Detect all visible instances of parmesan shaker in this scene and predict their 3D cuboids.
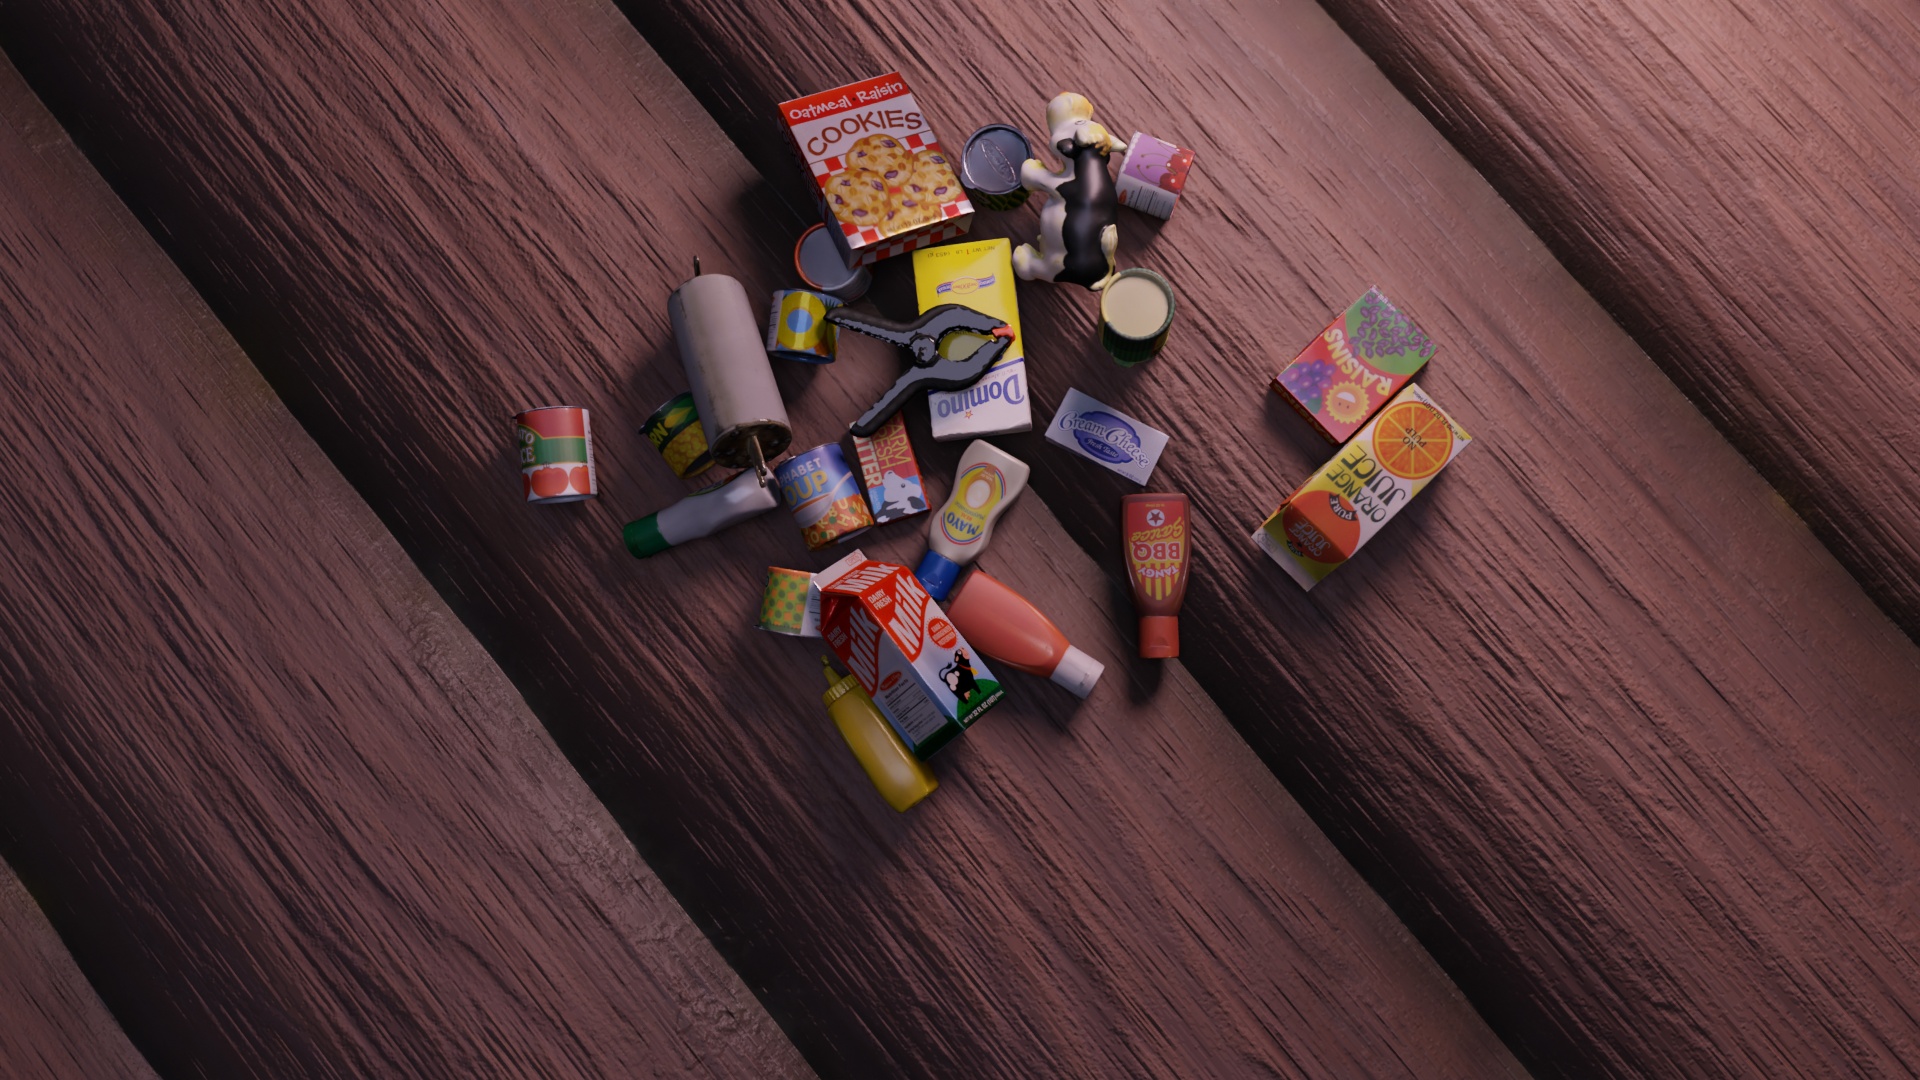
[{"bbox_3d":[0.156,-0.197,1.243,0.071,0.103,0.071,0,88,5],"label":"parmesan shaker"}]

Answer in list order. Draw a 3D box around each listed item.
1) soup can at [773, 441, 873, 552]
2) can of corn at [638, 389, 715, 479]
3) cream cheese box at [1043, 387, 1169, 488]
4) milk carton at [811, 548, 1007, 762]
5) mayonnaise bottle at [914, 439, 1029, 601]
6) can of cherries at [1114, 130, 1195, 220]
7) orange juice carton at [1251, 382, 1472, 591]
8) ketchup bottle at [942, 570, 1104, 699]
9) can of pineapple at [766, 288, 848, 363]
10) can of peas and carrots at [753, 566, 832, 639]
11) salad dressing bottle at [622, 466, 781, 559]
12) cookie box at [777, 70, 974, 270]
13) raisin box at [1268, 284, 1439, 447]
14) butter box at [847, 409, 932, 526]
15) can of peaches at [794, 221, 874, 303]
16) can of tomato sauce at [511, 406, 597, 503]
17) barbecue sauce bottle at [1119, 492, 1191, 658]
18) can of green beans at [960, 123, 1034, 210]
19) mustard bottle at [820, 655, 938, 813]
[{"bbox_3d":[-0.127,-0.039,1.275,0.071,0.071,0.084,-24,86,4],"label":"soup can"},{"bbox_3d":[-0.253,-0.097,1.291,0.071,0.071,0.058,-38,85,2],"label":"can of corn"},{"bbox_3d":[0.134,-0.095,1.279,0.104,0.024,0.053,27,88,6],"label":"cream cheese box"},{"bbox_3d":[-0.054,0.095,1.248,0.190,0.073,0.073,51,131,5],"label":"milk carton"},{"bbox_3d":[0.005,-0.016,1.277,0.065,0.041,0.148,29,89,6],"label":"mayonnaise bottle"},{"bbox_3d":[0.177,-0.335,1.267,0.058,0.071,0.071,21,89,6],"label":"can of cherries"},{"bbox_3d":[0.352,-0.045,1.233,0.192,0.073,0.072,-44,85,2],"label":"orange juice carton"},{"bbox_3d":[0.059,0.090,1.265,0.149,0.043,0.064,32,91,6],"label":"ketchup bottle"},{"bbox_3d":[-0.143,-0.198,1.288,0.071,0.071,0.058,7,88,5],"label":"can of pineapple"},{"bbox_3d":[-0.151,0.057,1.275,0.071,0.071,0.058,9,87,5],"label":"can of peas and carrots"},{"bbox_3d":[-0.242,-0.025,1.292,0.147,0.064,0.044,-22,95,11],"label":"salad dressing bottle"},{"bbox_3d":[-0.080,-0.340,1.270,0.123,0.040,0.168,-21,73,-17],"label":"cookie box"},{"bbox_3d":[0.355,-0.157,1.256,0.123,0.040,0.086,-44,85,0],"label":"raisin box"},{"bbox_3d":[-0.066,-0.069,1.295,0.053,0.024,0.103,-16,86,5],"label":"butter box"},{"bbox_3d":[-0.119,-0.260,1.293,0.071,0.058,0.071,0,88,5],"label":"can of peaches"},{"bbox_3d":[-0.380,-0.079,1.301,0.071,0.071,0.083,-7,87,5],"label":"can of tomato sauce"},{"bbox_3d":[0.178,0.032,1.258,0.065,0.043,0.148,-1,87,4],"label":"barbecue sauce bottle"},{"bbox_3d":[0.036,-0.344,1.284,0.071,0.058,0.071,0,87,5],"label":"can of green beans"},{"bbox_3d":[-0.083,0.172,1.266,0.049,0.065,0.160,-38,79,5],"label":"mustard bottle"}]
